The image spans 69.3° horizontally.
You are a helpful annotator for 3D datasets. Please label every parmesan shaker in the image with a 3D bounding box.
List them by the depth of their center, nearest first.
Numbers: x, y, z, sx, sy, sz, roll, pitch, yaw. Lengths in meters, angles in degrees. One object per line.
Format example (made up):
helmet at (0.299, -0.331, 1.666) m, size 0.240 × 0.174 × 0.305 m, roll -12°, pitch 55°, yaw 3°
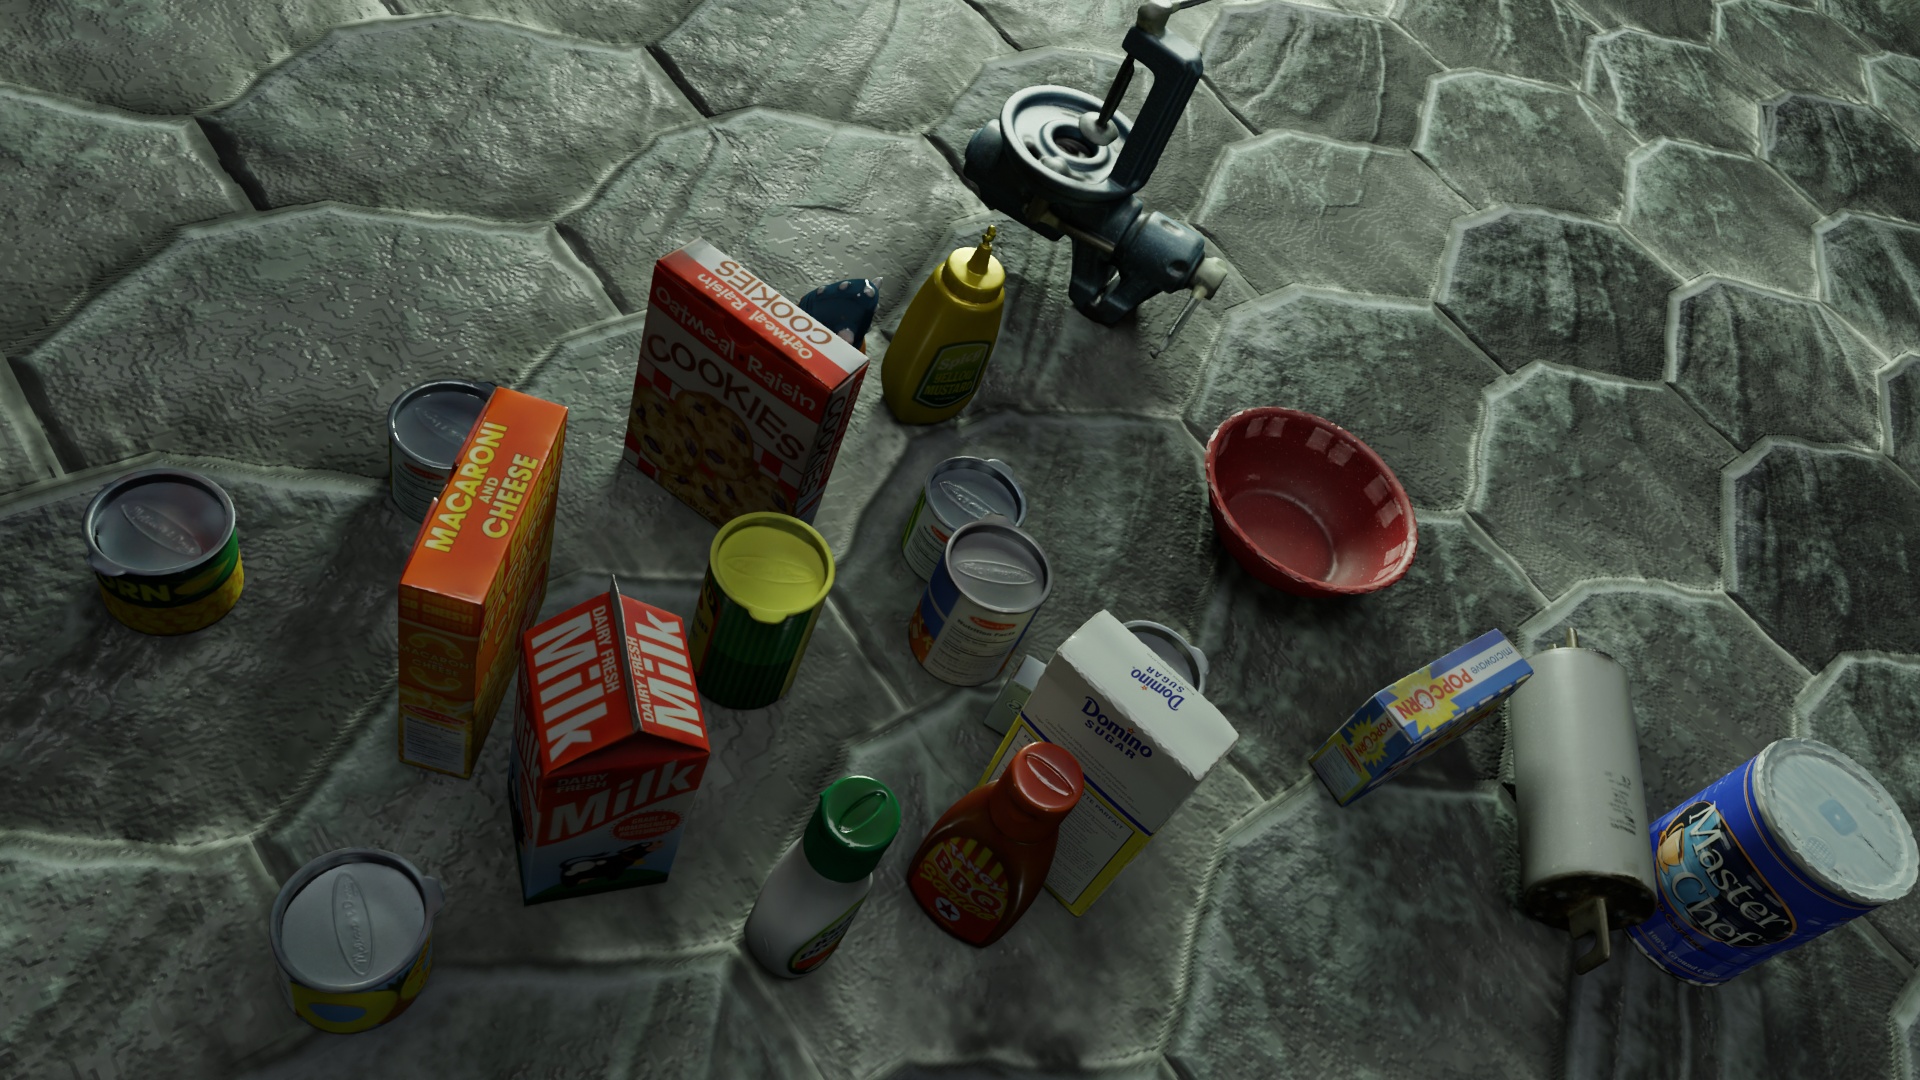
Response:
parmesan shaker at (-0.113, 0.043, 0.763) m, size 0.071 × 0.102 × 0.072 m, roll 11°, pitch 51°, yaw -13°

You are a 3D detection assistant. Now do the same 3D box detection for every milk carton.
milk carton at (-0.165, 0.096, 0.644) m, size 0.073 × 0.189 × 0.072 m, roll -5°, pitch 56°, yaw -24°

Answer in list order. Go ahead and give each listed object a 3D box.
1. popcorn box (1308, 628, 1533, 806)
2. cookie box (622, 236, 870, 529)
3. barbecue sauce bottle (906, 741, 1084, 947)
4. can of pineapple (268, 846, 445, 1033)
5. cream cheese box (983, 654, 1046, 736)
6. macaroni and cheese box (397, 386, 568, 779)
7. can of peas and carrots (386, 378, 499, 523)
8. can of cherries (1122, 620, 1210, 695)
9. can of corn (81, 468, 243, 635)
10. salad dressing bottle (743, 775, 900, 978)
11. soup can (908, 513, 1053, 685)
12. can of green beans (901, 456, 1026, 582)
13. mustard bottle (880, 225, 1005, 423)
popcorn box at (0.291, 0.111, 0.876) m, size 0.127 × 0.084 × 0.038 m, roll -20°, pitch 63°, yaw -32°
cookie box at (-0.130, -0.075, 0.805) m, size 0.123 × 0.166 × 0.040 m, roll 36°, pitch 50°, yaw 8°
barbecue sauce bottle at (0.020, 0.151, 0.700) m, size 0.065 × 0.147 × 0.044 m, roll 40°, pitch 50°, yaw 11°
can of pineapple at (-0.270, 0.180, 0.625) m, size 0.071 × 0.057 × 0.071 m, roll 11°, pitch 51°, yaw -13°
cream cheese box at (0.070, 0.112, 0.812) m, size 0.104 × 0.053 × 0.024 m, roll 30°, pitch 49°, yaw 3°
macaroni and cheese box at (-0.238, 0.024, 0.687) m, size 0.040 × 0.165 × 0.124 m, roll 17°, pitch 50°, yaw -8°
can of peas and carrots at (-0.291, -0.051, 0.796) m, size 0.071 × 0.058 × 0.071 m, roll 11°, pitch 51°, yaw -13°
can of cherries at (0.108, 0.092, 0.839) m, size 0.071 × 0.058 × 0.072 m, roll 11°, pitch 51°, yaw -13°
can of corn at (-0.406, 0.008, 0.707) m, size 0.071 × 0.058 × 0.071 m, roll 11°, pitch 51°, yaw -13°
salad dressing bottle at (-0.065, 0.161, 0.660) m, size 0.044 × 0.146 × 0.064 m, roll 45°, pitch 52°, yaw 15°
soup can at (0.011, 0.036, 0.828) m, size 0.071 × 0.083 × 0.072 m, roll 11°, pitch 51°, yaw -13°
can of green beans at (0.002, -0.010, 0.877) m, size 0.071 × 0.057 × 0.071 m, roll 11°, pitch 51°, yaw -13°
mustard bottle at (-0.005, -0.142, 0.910) m, size 0.065 × 0.159 × 0.049 m, roll -11°, pitch 59°, yaw -28°
